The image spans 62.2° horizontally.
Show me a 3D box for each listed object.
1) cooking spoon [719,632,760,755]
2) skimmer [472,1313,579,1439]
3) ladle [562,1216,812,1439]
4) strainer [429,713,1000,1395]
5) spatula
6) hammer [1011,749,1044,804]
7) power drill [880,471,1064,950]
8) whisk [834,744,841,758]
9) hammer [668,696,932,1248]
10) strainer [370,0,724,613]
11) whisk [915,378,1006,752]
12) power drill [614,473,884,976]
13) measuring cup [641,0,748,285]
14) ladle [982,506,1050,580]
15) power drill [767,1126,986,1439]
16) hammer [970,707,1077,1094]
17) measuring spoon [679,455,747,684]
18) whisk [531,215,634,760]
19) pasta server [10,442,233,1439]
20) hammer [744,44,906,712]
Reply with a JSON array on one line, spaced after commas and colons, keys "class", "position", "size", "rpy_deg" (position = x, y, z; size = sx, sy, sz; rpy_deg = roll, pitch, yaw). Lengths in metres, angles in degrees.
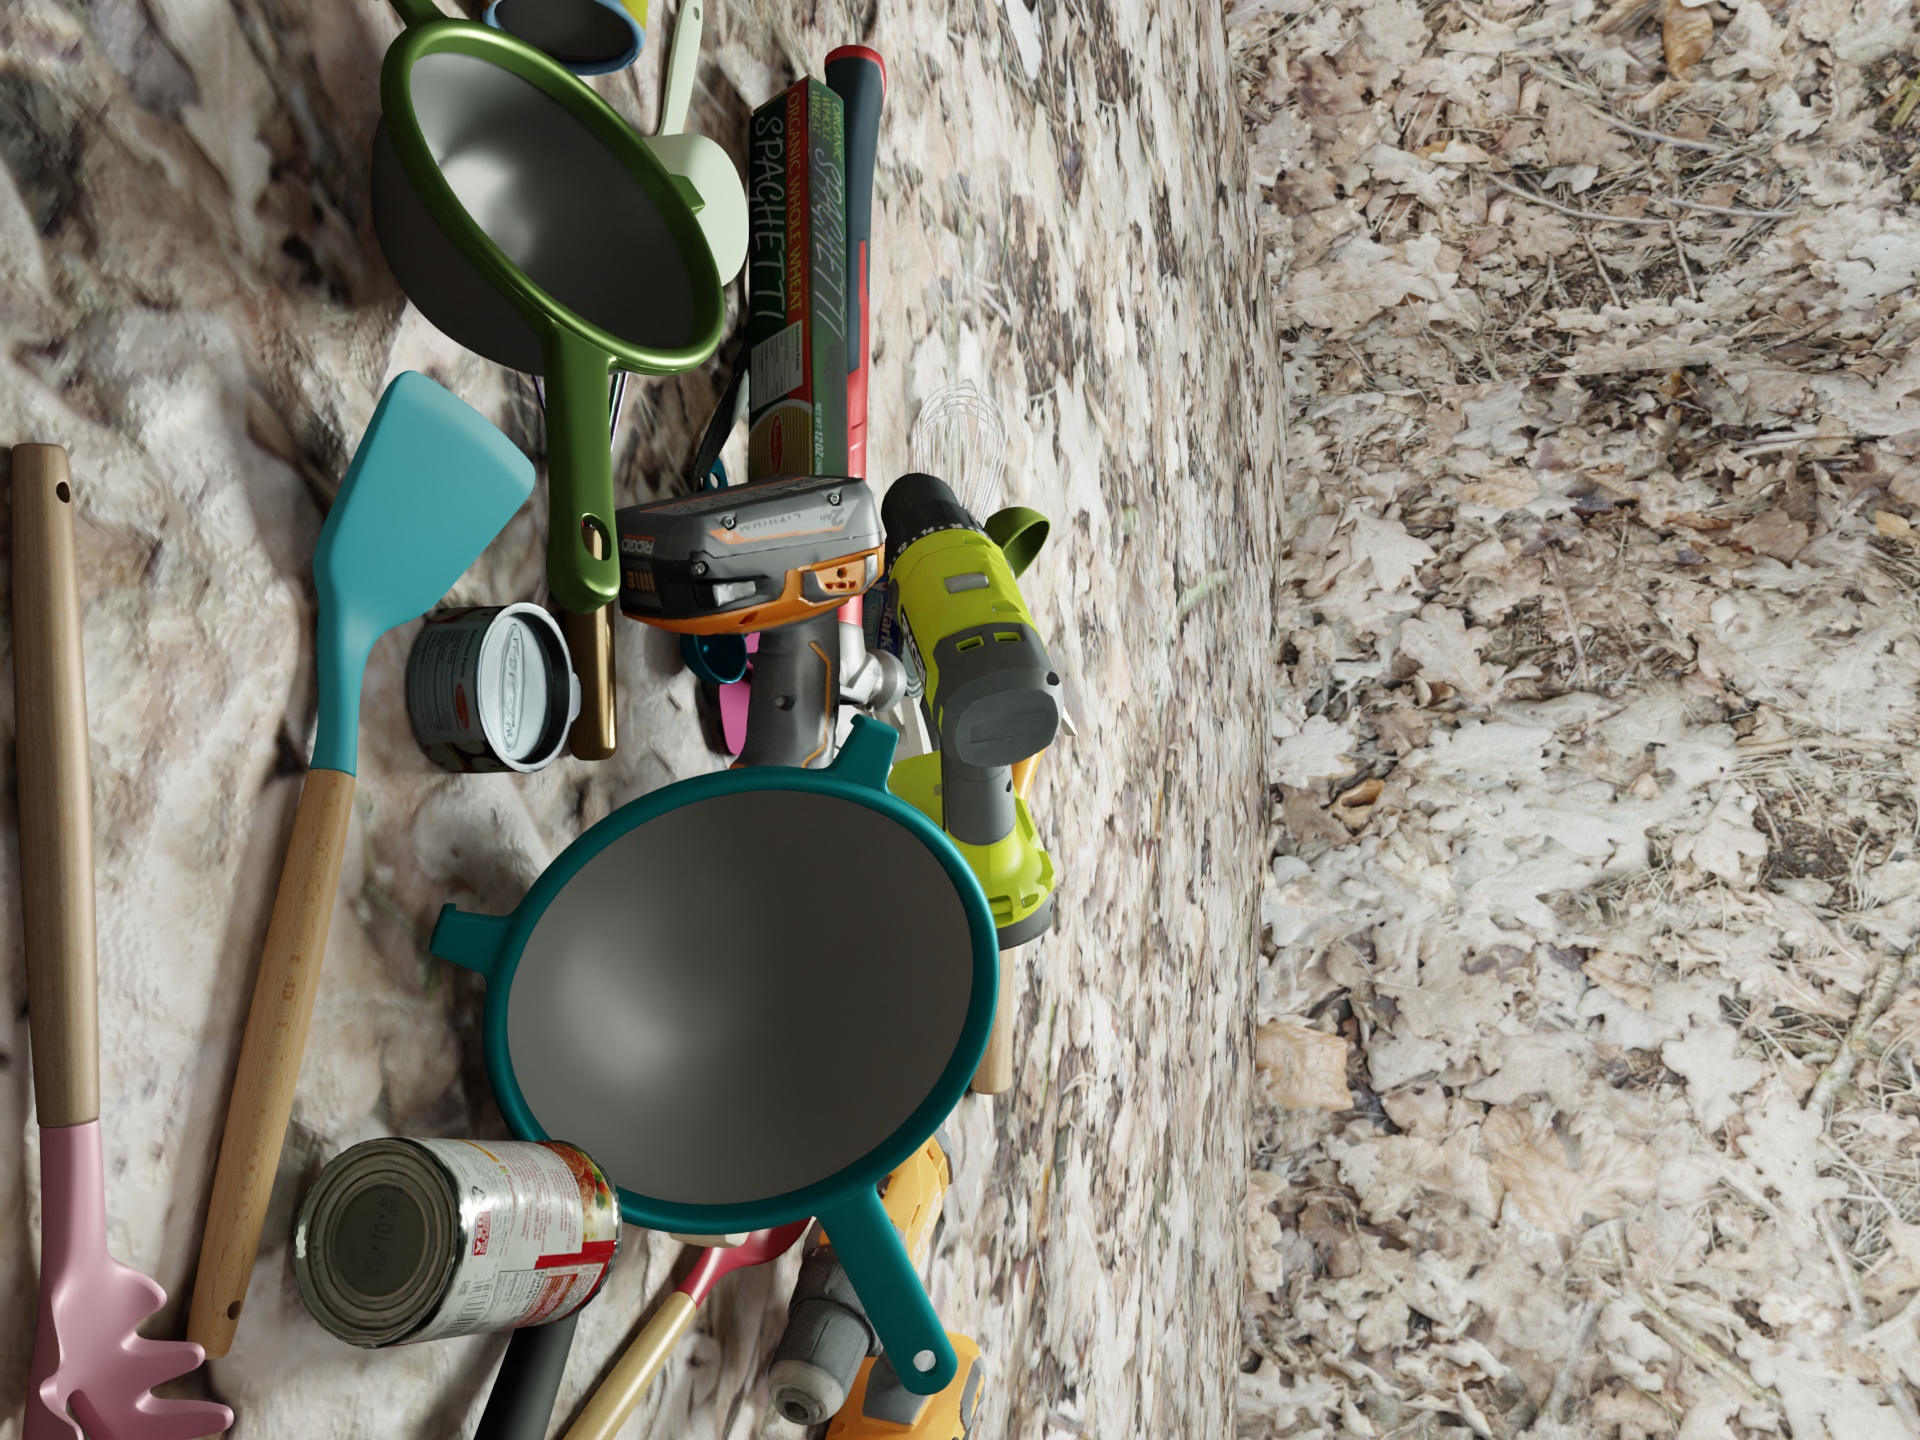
[{"class": "cooking spoon", "position": [-0.078, -0.055, 0.961], "size": [0.319, 0.017, 0.068], "rpy_deg": [-49, 137, -63]}, {"class": "skimmer", "position": [-0.209, 0.330, 0.516], "size": [0.364, 0.090, 0.127], "rpy_deg": [-81, 158, -58]}, {"class": "ladle", "position": [-0.139, 0.288, 0.734], "size": [0.315, 0.031, 0.069], "rpy_deg": [-46, 126, -63]}, {"class": "strainer", "position": [-0.076, 0.158, 0.707], "size": [0.095, 0.211, 0.340], "rpy_deg": [47, -20, 62]}, {"class": "spatula", "position": [-0.205, 0.042, 0.526], "size": [0.082, 0.044, 0.318], "rpy_deg": [45, 48, -64]}, {"class": "hammer", "position": [0.008, 0.127, 1.063], "size": [0.127, 0.034, 0.337], "rpy_deg": [102, 6, -55]}, {"class": "power drill", "position": [-0.001, -0.003, 0.851], "size": [0.191, 0.080, 0.228], "rpy_deg": [-111, -166, -44]}, {"class": "whisk", "position": [-0.104, 0.098, 0.829], "size": [0.239, 0.055, 0.055], "rpy_deg": [-66, 149, -44]}, {"class": "hammer", "position": [-0.076, 0.127, 0.892], "size": [0.411, 0.038, 0.146], "rpy_deg": [-63, 145, -60]}, {"class": "strainer", "position": [-0.155, -0.134, 0.568], "size": [0.151, 0.069, 0.257], "rpy_deg": [25, 44, -46]}, {"class": "whisk", "position": [-0.008, -0.099, 1.120], "size": [0.070, 0.070, 0.284], "rpy_deg": [13, 81, -71]}, {"class": "power drill", "position": [-0.101, 0.008, 0.751], "size": [0.164, 0.084, 0.226], "rpy_deg": [-20, 111, -39]}, {"class": "measuring cup", "position": [-0.128, -0.292, 0.790], "size": [0.083, 0.038, 0.168], "rpy_deg": [37, 56, -67]}, {"class": "ladle", "position": [0.034, -0.007, 1.240], "size": [0.078, 0.062, 0.320], "rpy_deg": [2, 89, -69]}, {"class": "power drill", "position": [-0.047, 0.359, 0.888], "size": [0.185, 0.084, 0.226], "rpy_deg": [-61, 150, -55]}, {"class": "hammer", "position": [0.031, 0.118, 1.206], "size": [0.130, 0.031, 0.331], "rpy_deg": [-4, 98, -45]}, {"class": "measuring spoon", "position": [-0.131, -0.077, 0.814], "size": [0.042, 0.021, 0.129], "rpy_deg": [27, 53, -54]}, {"class": "whisk", "position": [-0.158, -0.105, 0.685], "size": [0.047, 0.051, 0.245], "rpy_deg": [-27, 117, -76]}, {"class": "pasta server", "position": [-0.238, 0.082, 0.435], "size": [0.060, 0.040, 0.316], "rpy_deg": [-2, 89, -84]}, {"class": "hammer", "position": [-0.072, -0.203, 0.905], "size": [0.143, 0.038, 0.386], "rpy_deg": [17, 72, -68]}]
